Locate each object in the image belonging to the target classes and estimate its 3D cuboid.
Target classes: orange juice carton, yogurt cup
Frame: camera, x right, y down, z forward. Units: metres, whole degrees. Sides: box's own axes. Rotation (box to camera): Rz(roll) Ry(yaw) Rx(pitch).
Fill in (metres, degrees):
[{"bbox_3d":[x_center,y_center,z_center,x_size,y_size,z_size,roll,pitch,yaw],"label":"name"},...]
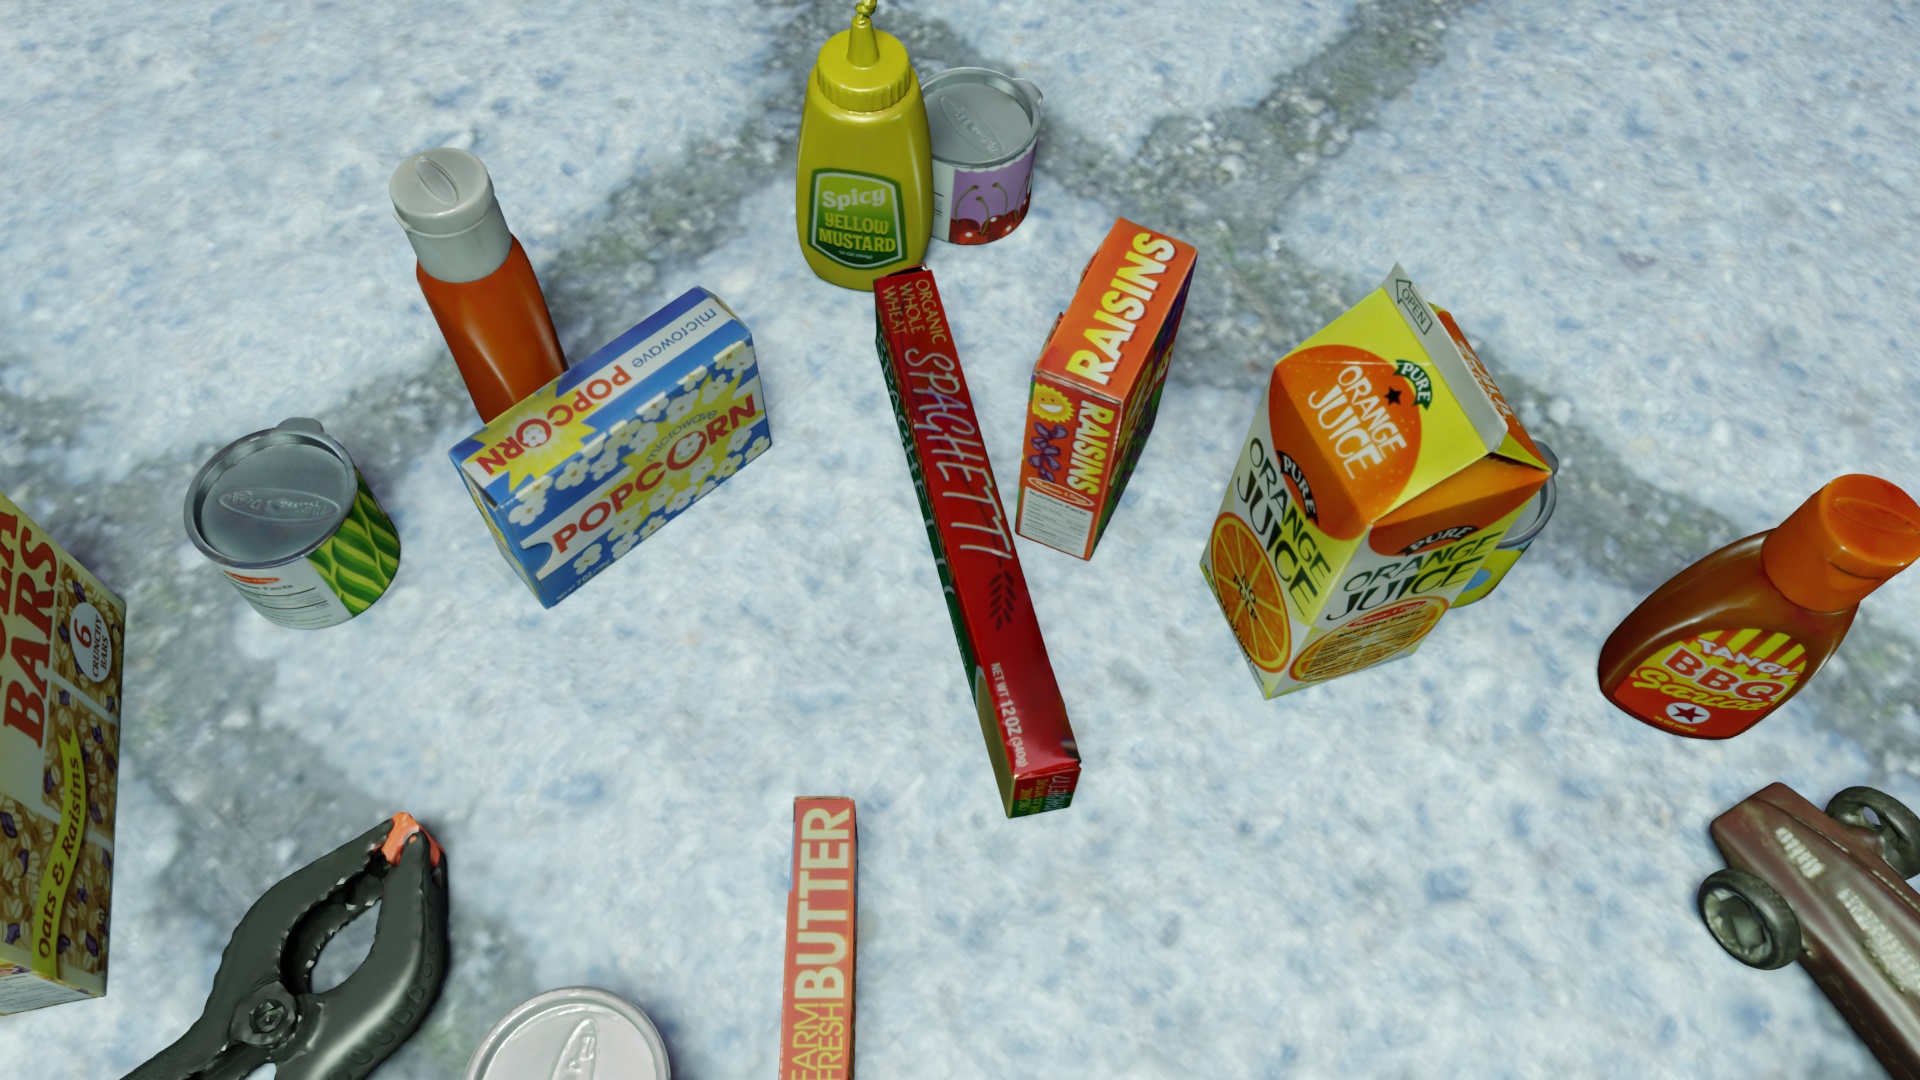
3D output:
[{"bbox_3d":[0.152,-0.016,0.520,0.073,0.191,0.072,-16,63,-11],"label":"orange juice carton"},{"bbox_3d":[-0.129,0.191,0.471,0.072,0.053,0.073,1,60,-2],"label":"yogurt cup"}]

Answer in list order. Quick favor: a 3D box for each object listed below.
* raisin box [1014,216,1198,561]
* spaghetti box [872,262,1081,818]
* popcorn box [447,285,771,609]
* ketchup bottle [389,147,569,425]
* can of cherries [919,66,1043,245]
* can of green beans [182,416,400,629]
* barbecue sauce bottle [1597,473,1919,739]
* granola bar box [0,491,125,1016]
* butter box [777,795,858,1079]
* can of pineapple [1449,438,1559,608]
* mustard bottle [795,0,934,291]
[{"bbox_3d":[0.058,-0.060,0.581,0.040,0.122,0.086,23,62,11],"label":"raisin box"},{"bbox_3d":[0.002,-0.007,0.591,0.029,0.050,0.251,-12,61,-8],"label":"spaghetti box"},{"bbox_3d":[-0.141,-0.039,0.584,0.127,0.084,0.038,-39,69,-21],"label":"popcorn box"},{"bbox_3d":[-0.196,-0.097,0.578,0.044,0.148,0.065,-35,68,-19],"label":"ketchup bottle"},{"bbox_3d":[0.007,-0.191,0.691,0.071,0.058,0.072,1,61,-2],"label":"can of cherries"},{"bbox_3d":[-0.274,-0.004,0.575,0.071,0.057,0.071,1,61,-2],"label":"can of green beans"},{"bbox_3d":[0.303,0.027,0.526,0.065,0.147,0.044,20,62,9],"label":"barbecue sauce bottle"},{"bbox_3d":[-0.348,0.071,0.491,0.039,0.123,0.166,-11,62,-8],"label":"granola bar box"},{"bbox_3d":[-0.050,0.149,0.499,0.024,0.053,0.104,0,60,-2],"label":"butter box"},{"bbox_3d":[0.214,-0.012,0.597,0.071,0.057,0.071,1,61,-2],"label":"can of pineapple"},{"bbox_3d":[-0.044,-0.178,0.623,0.065,0.159,0.049,7,61,2],"label":"mustard bottle"}]
